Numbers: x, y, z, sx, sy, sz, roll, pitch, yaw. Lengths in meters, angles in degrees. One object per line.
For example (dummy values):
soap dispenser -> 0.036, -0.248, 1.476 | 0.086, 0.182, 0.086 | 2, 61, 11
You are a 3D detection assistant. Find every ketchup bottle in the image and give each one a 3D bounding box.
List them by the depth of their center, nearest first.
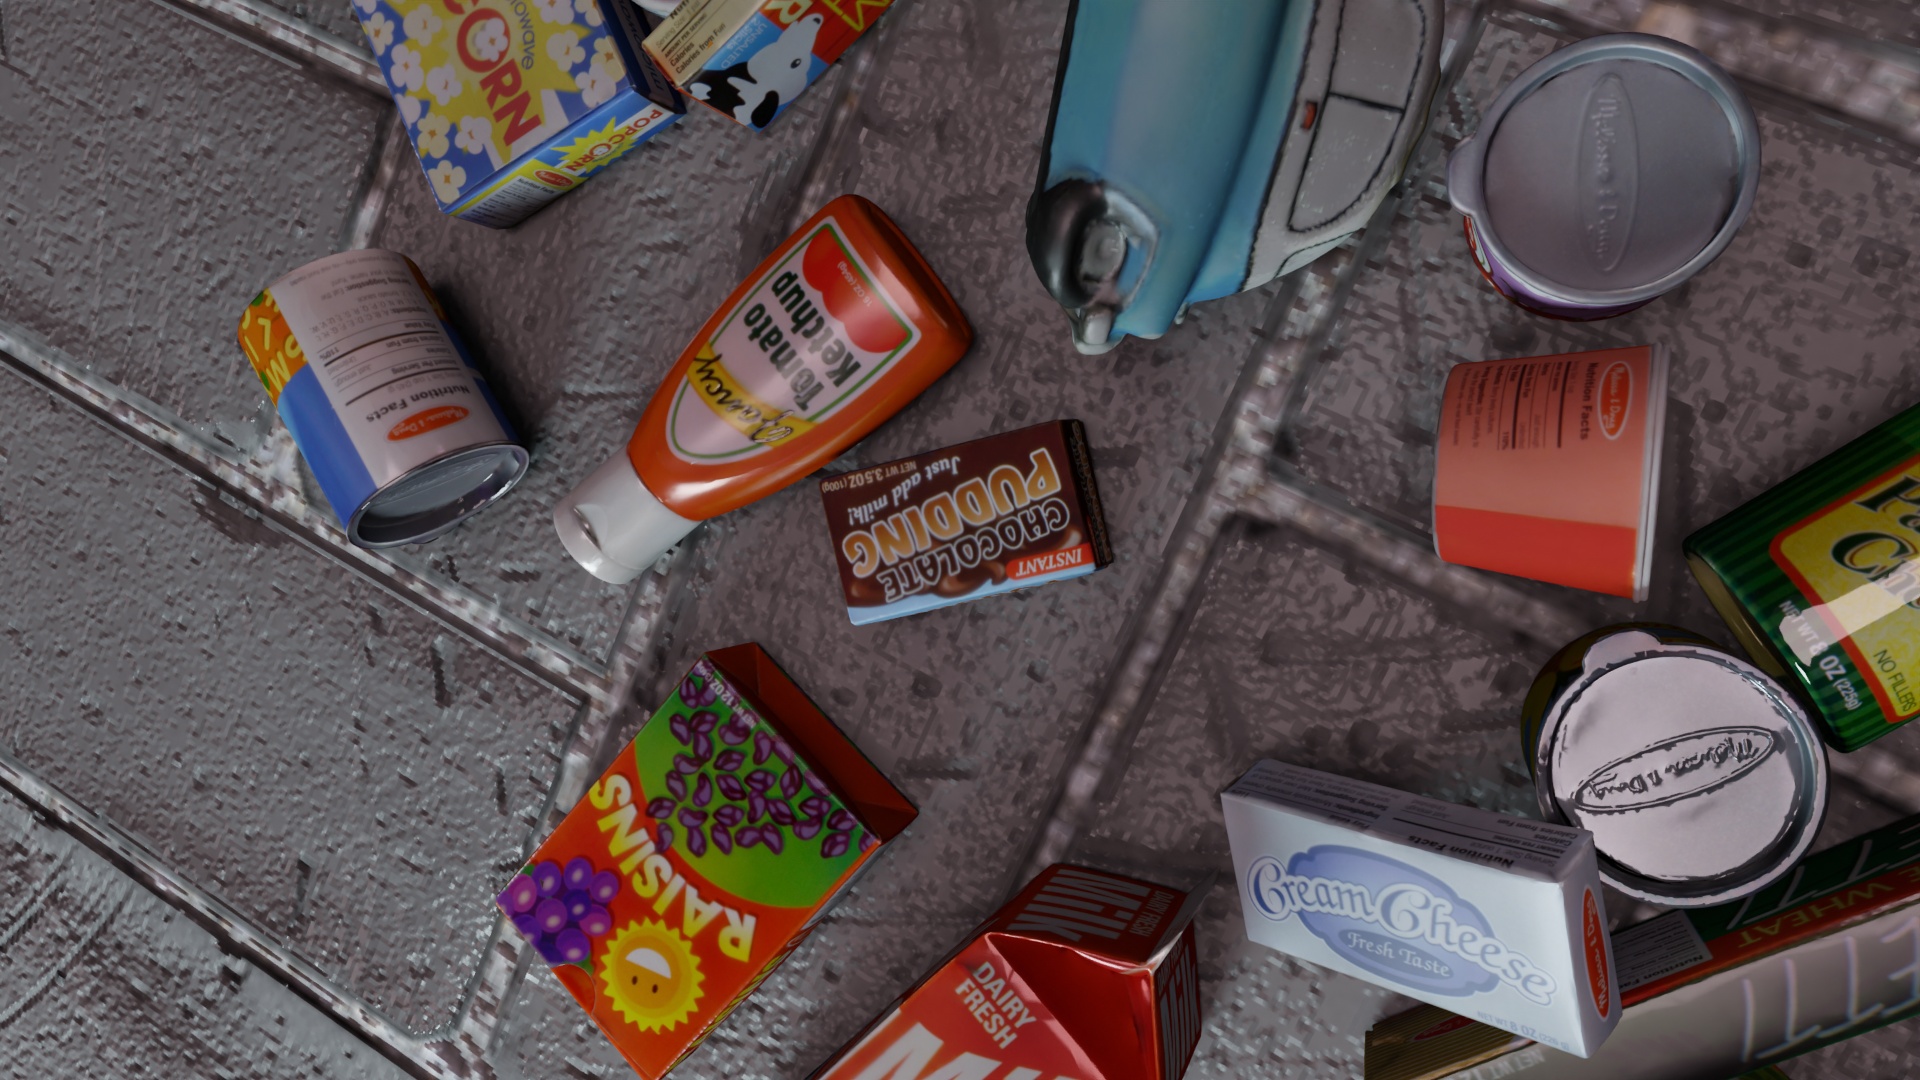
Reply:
ketchup bottle -> -0.069, -0.043, 0.455 | 0.148, 0.043, 0.065 | -38, 81, 16

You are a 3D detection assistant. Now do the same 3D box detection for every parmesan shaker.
parmesan shaker -> 0.247, 0.002, 0.342 | 0.103, 0.071, 0.071 | -35, 82, 16

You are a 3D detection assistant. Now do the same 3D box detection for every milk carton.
milk carton -> 0.005, 0.168, 0.423 | 0.190, 0.072, 0.073 | -45, 79, 14

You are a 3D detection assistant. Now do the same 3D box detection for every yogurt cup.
yogurt cup -> 0.158, -0.019, 0.372 | 0.054, 0.072, 0.072 | 5, 94, 26

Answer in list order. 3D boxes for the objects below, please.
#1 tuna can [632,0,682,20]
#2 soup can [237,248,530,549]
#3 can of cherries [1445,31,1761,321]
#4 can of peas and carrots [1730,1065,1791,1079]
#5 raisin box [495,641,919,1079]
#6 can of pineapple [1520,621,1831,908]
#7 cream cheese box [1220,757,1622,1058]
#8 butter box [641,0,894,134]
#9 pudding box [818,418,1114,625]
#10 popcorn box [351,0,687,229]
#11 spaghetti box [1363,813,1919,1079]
tuna can -> -0.083, -0.204, 0.458 | 0.071, 0.033, 0.071 | 1, 93, 18
soup can -> -0.202, -0.048, 0.487 | 0.071, 0.071, 0.084 | -35, 81, 16
can of cherries -> 0.166, -0.094, 0.368 | 0.071, 0.058, 0.071 | 1, 94, 18
can of peas and carrots -> 0.201, 0.175, 0.367 | 0.071, 0.059, 0.071 | 1, 94, 18
raisin box -> -0.087, 0.108, 0.469 | 0.086, 0.040, 0.123 | 45, 105, 10
can of pineapple -> 0.185, 0.055, 0.368 | 0.071, 0.058, 0.071 | 1, 93, 18
cream cheese box -> 0.121, 0.095, 0.376 | 0.104, 0.024, 0.053 | 6, 115, 49
butter box -> -0.046, -0.177, 0.437 | 0.103, 0.053, 0.024 | -41, 78, 15
pudding box -> 0.002, -0.006, 0.440 | 0.083, 0.030, 0.049 | -13, 89, 18
popcorn box -> -0.160, -0.184, 0.481 | 0.085, 0.038, 0.127 | -26, 84, 18
spaghetti box -> 0.226, 0.104, 0.361 | 0.249, 0.050, 0.028 | -28, 86, 17
